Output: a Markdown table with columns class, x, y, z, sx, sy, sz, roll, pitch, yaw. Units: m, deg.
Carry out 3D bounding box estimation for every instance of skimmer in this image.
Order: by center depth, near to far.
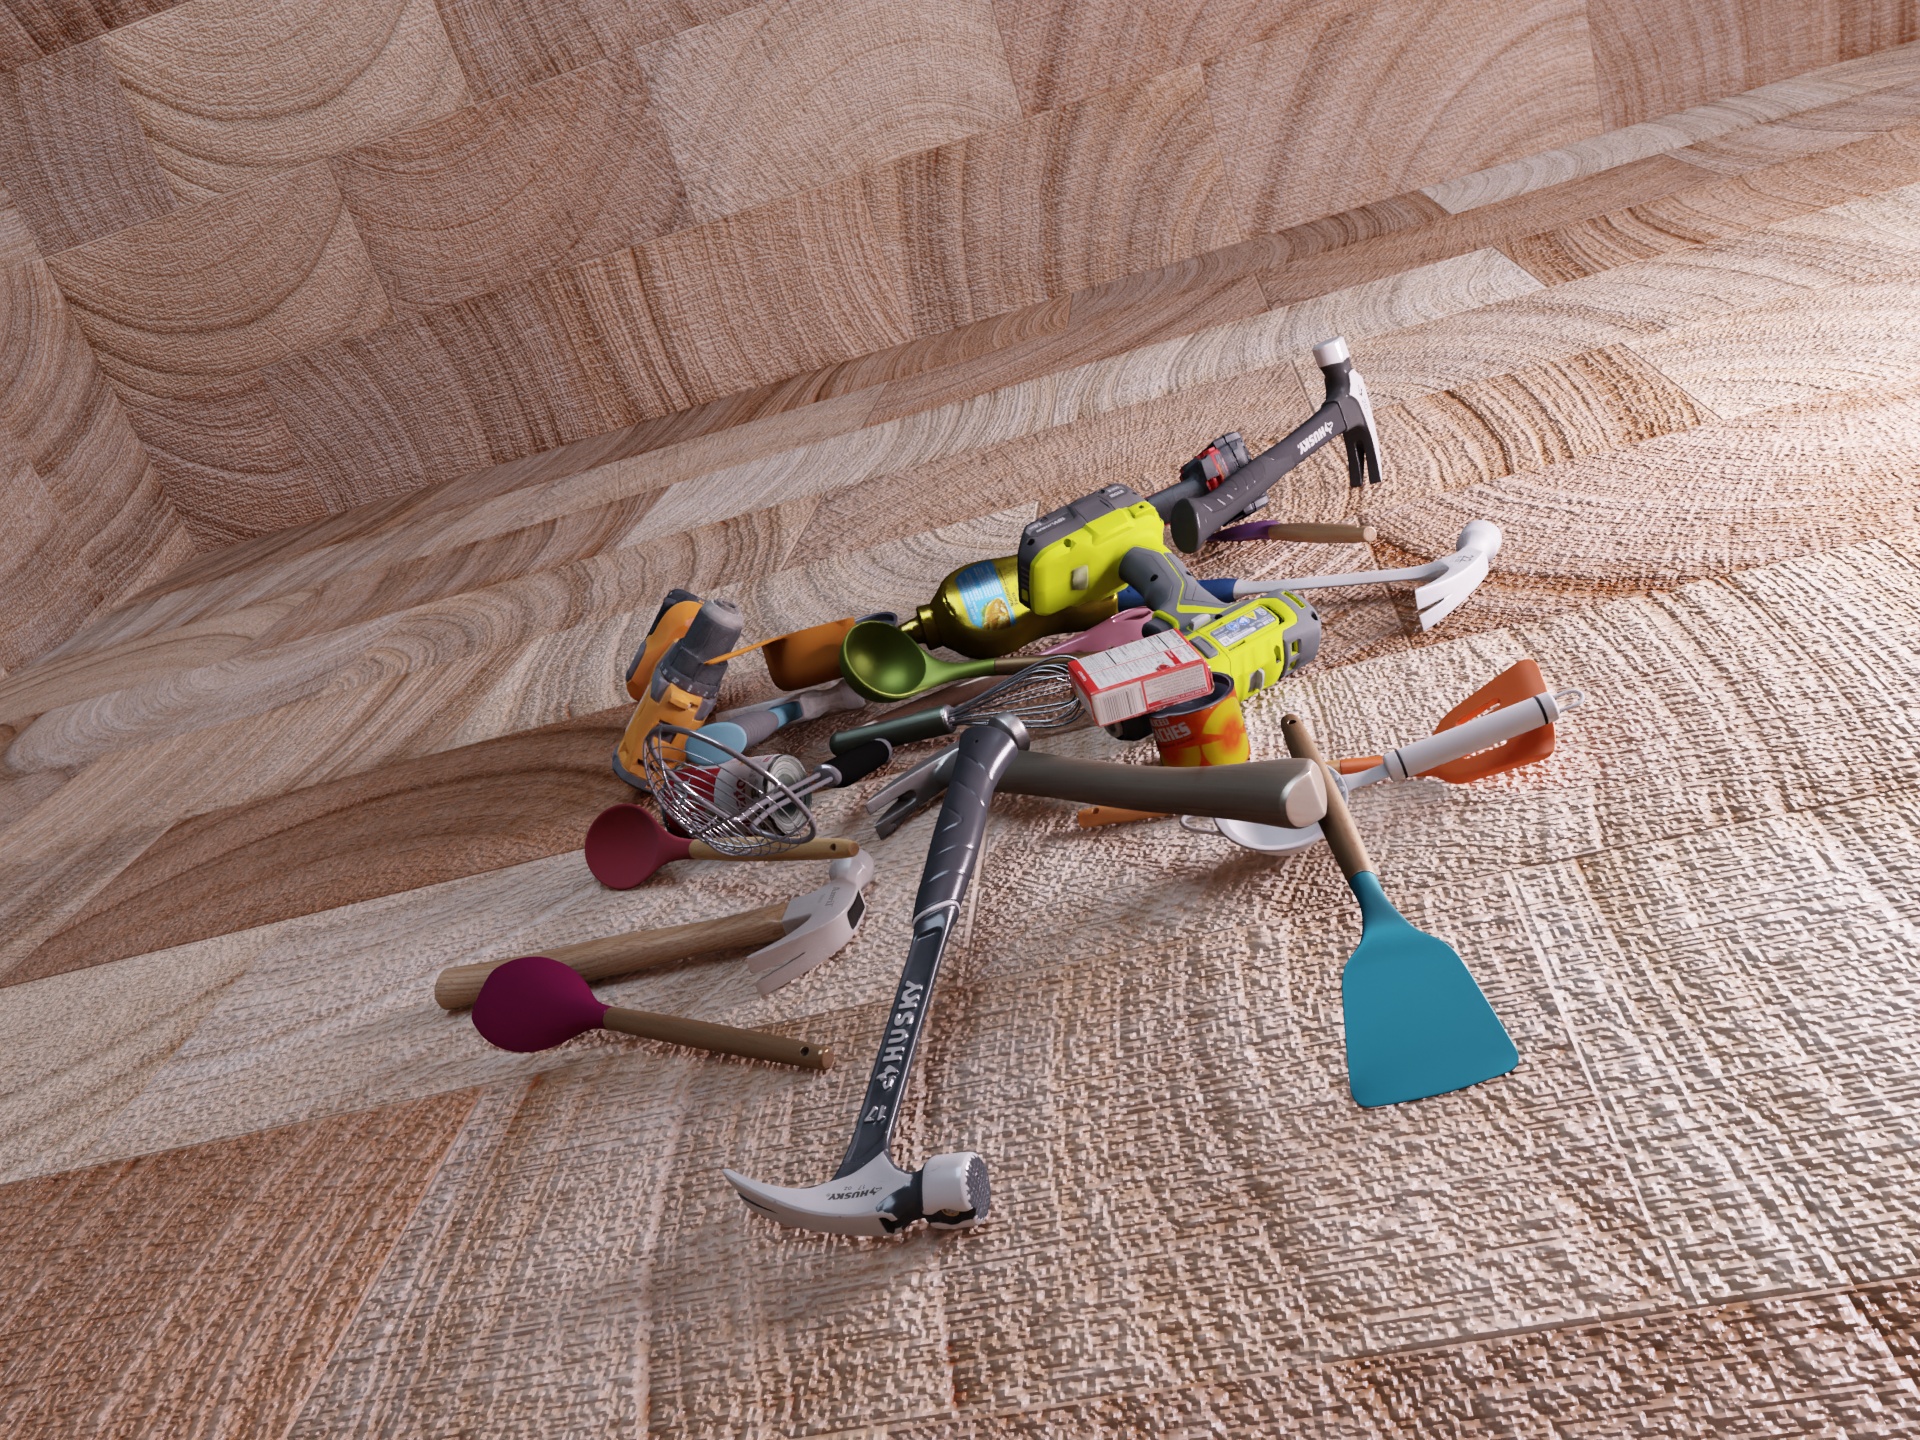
| class | x | y | z | sx | sy | sz | roll | pitch | yaw |
| --- | --- | --- | --- | --- | --- | --- | --- | --- | --- |
| skimmer | -0.111 | 0.026 | 1.159 | 0.127 | 0.090 | 0.363 | 24 | 15 | 13 |

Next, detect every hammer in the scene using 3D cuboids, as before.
| class | x | y | z | sx | sy | sz | roll | pitch | yaw |
| --- | --- | --- | --- | --- | --- | --- | --- | --- | --- |
| hammer | -0.023 | 0.135 | 0.959 | 0.149 | 0.036 | 0.409 | -12 | 33 | 21 |
| hammer | 0.084 | 0.046 | 1.073 | 0.146 | 0.038 | 0.411 | -32 | 17 | -26 |
| hammer | -0.226 | 0.165 | 1.132 | 0.331 | 0.031 | 0.130 | -13 | 23 | 15 |
| hammer | -0.166 | 0.003 | 1.322 | 0.128 | 0.033 | 0.331 | -16 | 4 | 6 |
| hammer | 0.250 | -0.114 | 1.387 | 0.405 | 0.035 | 0.144 | -2 | 28 | 35 |
| hammer | 0.294 | -0.234 | 1.476 | 0.035 | 0.146 | 0.335 | -6 | 24 | 46 |

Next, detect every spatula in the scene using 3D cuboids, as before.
| class | x | y | z | sx | sy | sz | roll | pitch | yaw |
| --- | --- | --- | --- | --- | --- | --- | --- | --- | --- |
| spatula | 0.222 | 0.086 | 0.900 | 0.082 | 0.044 | 0.318 | -17 | 29 | 7 |
| spatula | 0.229 | 0.032 | 1.065 | 0.322 | 0.041 | 0.081 | -12 | 48 | 20 |
| spatula | 0.298 | -0.171 | 1.441 | 0.060 | 0.018 | 0.316 | -21 | 11 | -9 |

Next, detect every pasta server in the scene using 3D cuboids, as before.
| class | x | y | z | sx | sy | sz | roll | pitch | yaw |
| --- | --- | --- | --- | --- | --- | --- | --- | --- | --- |
| pasta server | 0.042 | -0.033 | 1.384 | 0.316 | 0.040 | 0.060 | -22 | 22 | 4 |

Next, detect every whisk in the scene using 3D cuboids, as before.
| class | x | y | z | sx | sy | sz | roll | pitch | yaw |
| --- | --- | --- | --- | --- | --- | --- | --- | --- | --- |
| whisk | -0.002 | -0.004 | 1.325 | 0.246 | 0.059 | 0.057 | -13 | -16 | 23 |

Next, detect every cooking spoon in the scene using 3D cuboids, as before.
| class | x | y | z | sx | sy | sz | roll | pitch | yaw |
| --- | --- | --- | --- | --- | --- | --- | --- | --- | --- |
| cooking spoon | -0.211 | 0.198 | 1.040 | 0.319 | 0.017 | 0.069 | 2 | 61 | 34 |

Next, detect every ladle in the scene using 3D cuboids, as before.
| class | x | y | z | sx | sy | sz | roll | pitch | yaw |
| --- | --- | --- | --- | --- | --- | --- | --- | --- | --- |
| ladle | -0.184 | 0.095 | 1.195 | 0.315 | 0.069 | 0.031 | -4 | -9 | 45 |
| ladle | 0.054 | -0.054 | 1.338 | 0.320 | 0.062 | 0.078 | -3 | 51 | 14 |

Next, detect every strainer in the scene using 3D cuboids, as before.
| class | x | y | z | sx | sy | sz | roll | pitch | yaw |
| --- | --- | --- | --- | --- | --- | --- | --- | --- | --- |
| strainer | 0.266 | 0.034 | 0.998 | 0.258 | 0.050 | 0.087 | -22 | 36 | 10 |

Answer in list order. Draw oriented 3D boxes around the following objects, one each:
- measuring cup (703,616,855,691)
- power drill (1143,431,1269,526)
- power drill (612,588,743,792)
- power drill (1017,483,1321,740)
| class | x | y | z | sx | sy | sz | roll | pitch | yaw |
| --- | --- | --- | --- | --- | --- | --- | --- | --- | --- |
| measuring cup | -0.156 | -0.048 | 1.395 | 0.095 | 0.052 | 0.173 | -12 | 7 | 39 |
| power drill | 0.176 | -0.195 | 1.543 | 0.219 | 0.078 | 0.143 | -24 | 1 | -3 |
| power drill | -0.255 | -0.053 | 1.482 | 0.185 | 0.084 | 0.226 | -60 | 15 | 16 |
| power drill | 0.145 | -0.083 | 1.268 | 0.190 | 0.080 | 0.229 | -27 | 50 | -21 |
